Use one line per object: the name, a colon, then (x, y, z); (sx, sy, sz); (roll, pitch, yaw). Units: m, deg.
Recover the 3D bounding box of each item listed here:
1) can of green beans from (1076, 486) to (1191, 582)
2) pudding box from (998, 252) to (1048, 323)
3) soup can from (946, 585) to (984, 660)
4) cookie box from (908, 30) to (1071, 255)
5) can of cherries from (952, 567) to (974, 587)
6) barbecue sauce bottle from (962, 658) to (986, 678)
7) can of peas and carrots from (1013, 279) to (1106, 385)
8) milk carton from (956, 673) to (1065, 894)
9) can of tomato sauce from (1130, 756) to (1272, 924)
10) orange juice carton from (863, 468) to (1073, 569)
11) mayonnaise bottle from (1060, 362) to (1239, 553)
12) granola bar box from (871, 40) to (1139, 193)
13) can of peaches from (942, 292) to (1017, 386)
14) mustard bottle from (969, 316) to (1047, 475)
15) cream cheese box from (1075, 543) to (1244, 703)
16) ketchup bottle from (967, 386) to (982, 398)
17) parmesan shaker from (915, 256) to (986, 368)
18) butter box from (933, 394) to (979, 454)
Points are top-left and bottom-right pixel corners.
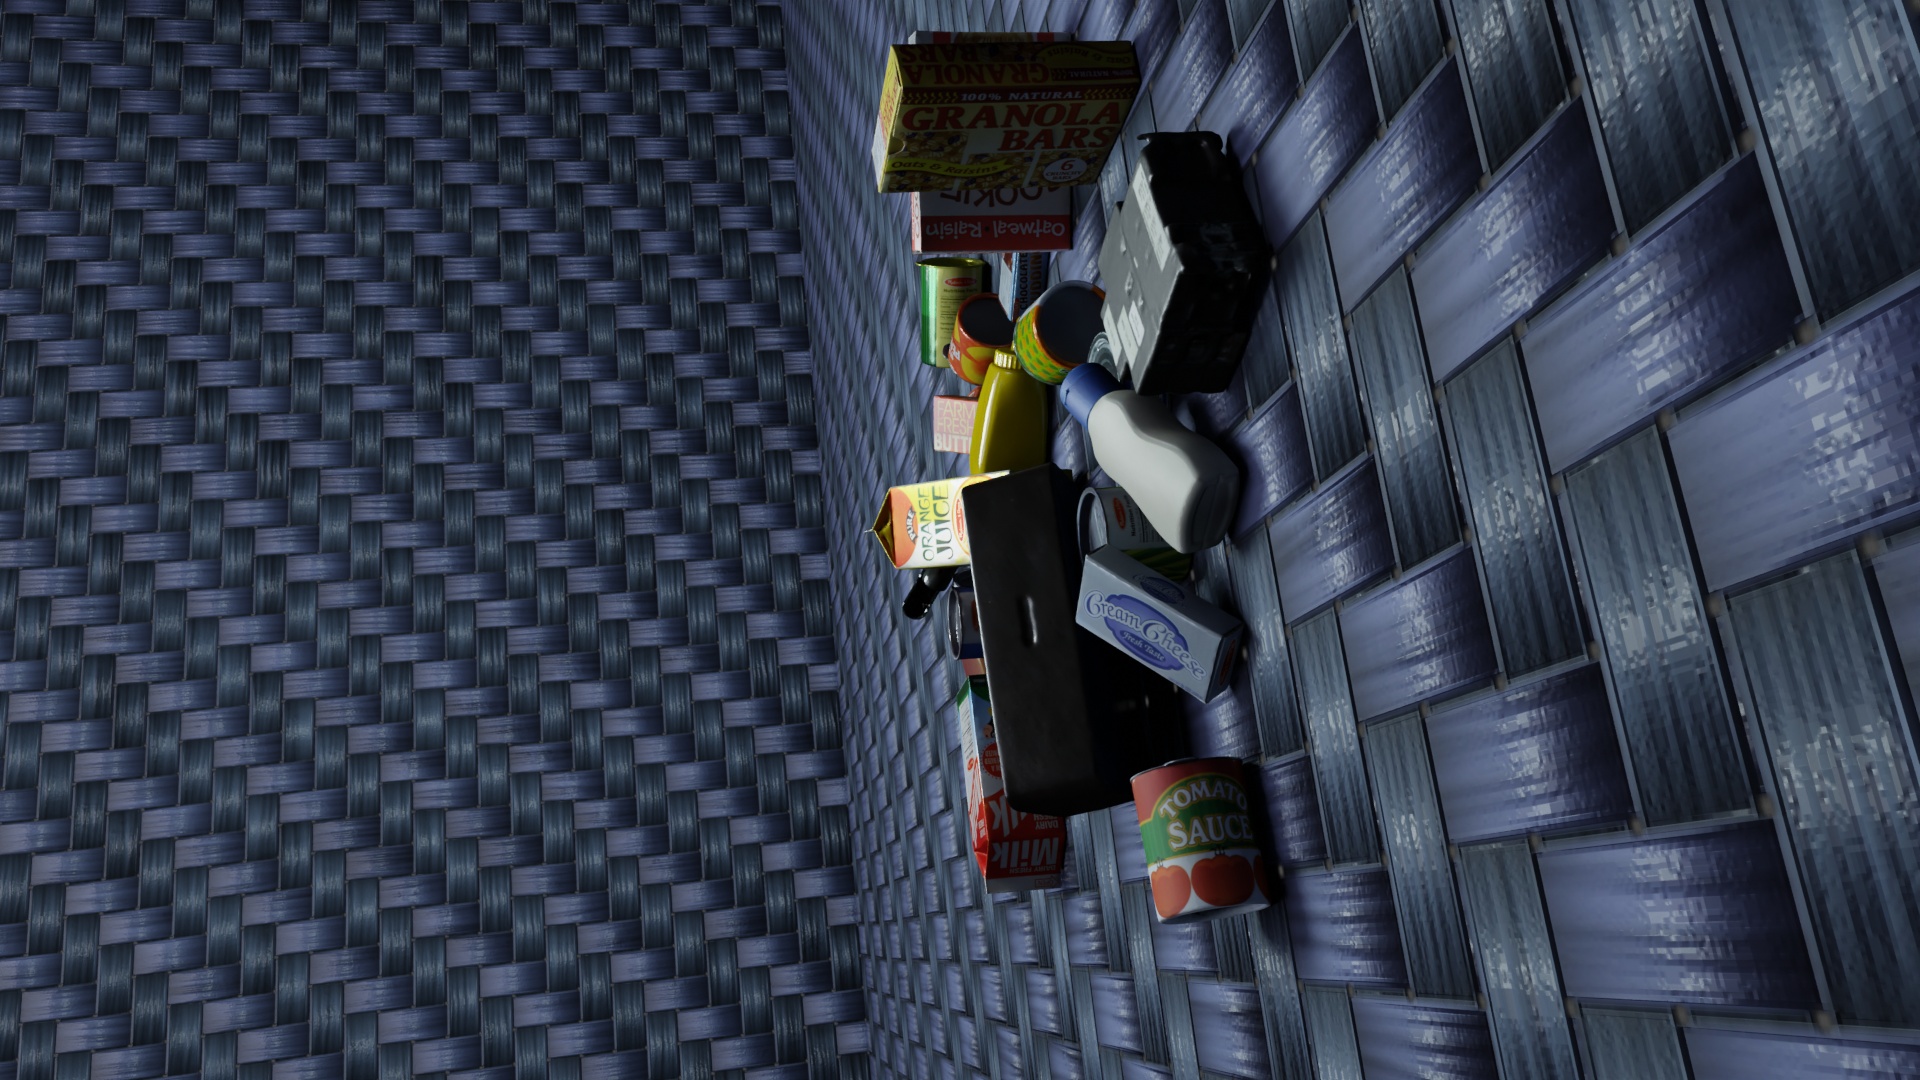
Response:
can of green beans: (0.112, -0.003, 0.899); (0.071, 0.058, 0.071); (179, 88, -78)
pudding box: (0.054, -0.235, 1.196); (0.050, 0.030, 0.083); (-109, 19, -56)
soup can: (0.034, 0.072, 1.244); (0.071, 0.084, 0.071); (179, 88, -79)
cookie box: (0.023, -0.310, 1.093); (0.040, 0.123, 0.167); (-134, 42, -74)
can of cherries: (0.023, 0.064, 1.329); (0.072, 0.071, 0.058); (-120, 28, -66)
barbecue sauce bottle: (0.026, 0.126, 1.404); (0.149, 0.044, 0.064); (-105, 16, -47)
can of peas and carrots: (0.079, -0.149, 1.012); (0.058, 0.071, 0.071); (156, 111, -77)
milk carton: (0.046, 0.220, 1.256); (0.073, 0.072, 0.191); (114, 152, -66)
can of tomato sauce: (0.138, 0.172, 0.796); (0.071, 0.071, 0.083); (112, 152, -65)
orange juice carton: (0.004, -0.014, 1.156); (0.192, 0.072, 0.073); (-6, 88, 48)
mayonnaise bottle: (0.111, -0.058, 0.844); (0.148, 0.041, 0.064); (54, 147, 44)
granola bar box: (0.028, -0.293, 0.969); (0.123, 0.166, 0.039); (118, 145, -69)
can of peaches: (0.023, -0.183, 1.264); (0.057, 0.071, 0.071); (107, 157, -57)
mustard bottle: (0.046, -0.115, 1.199); (0.049, 0.065, 0.159); (-127, 41, -66)
cream cheese box: (0.117, 0.049, 0.835); (0.104, 0.024, 0.053); (32, 133, 31)
ketchup bottle: (0.018, -0.115, 1.375); (0.148, 0.043, 0.064); (169, 98, -79)
parmesan shaker: (-0.011, -0.233, 1.415); (0.071, 0.071, 0.102); (-121, 30, -67)
butter box: (0.020, -0.104, 1.276); (0.103, 0.024, 0.053); (11, 107, 39)
